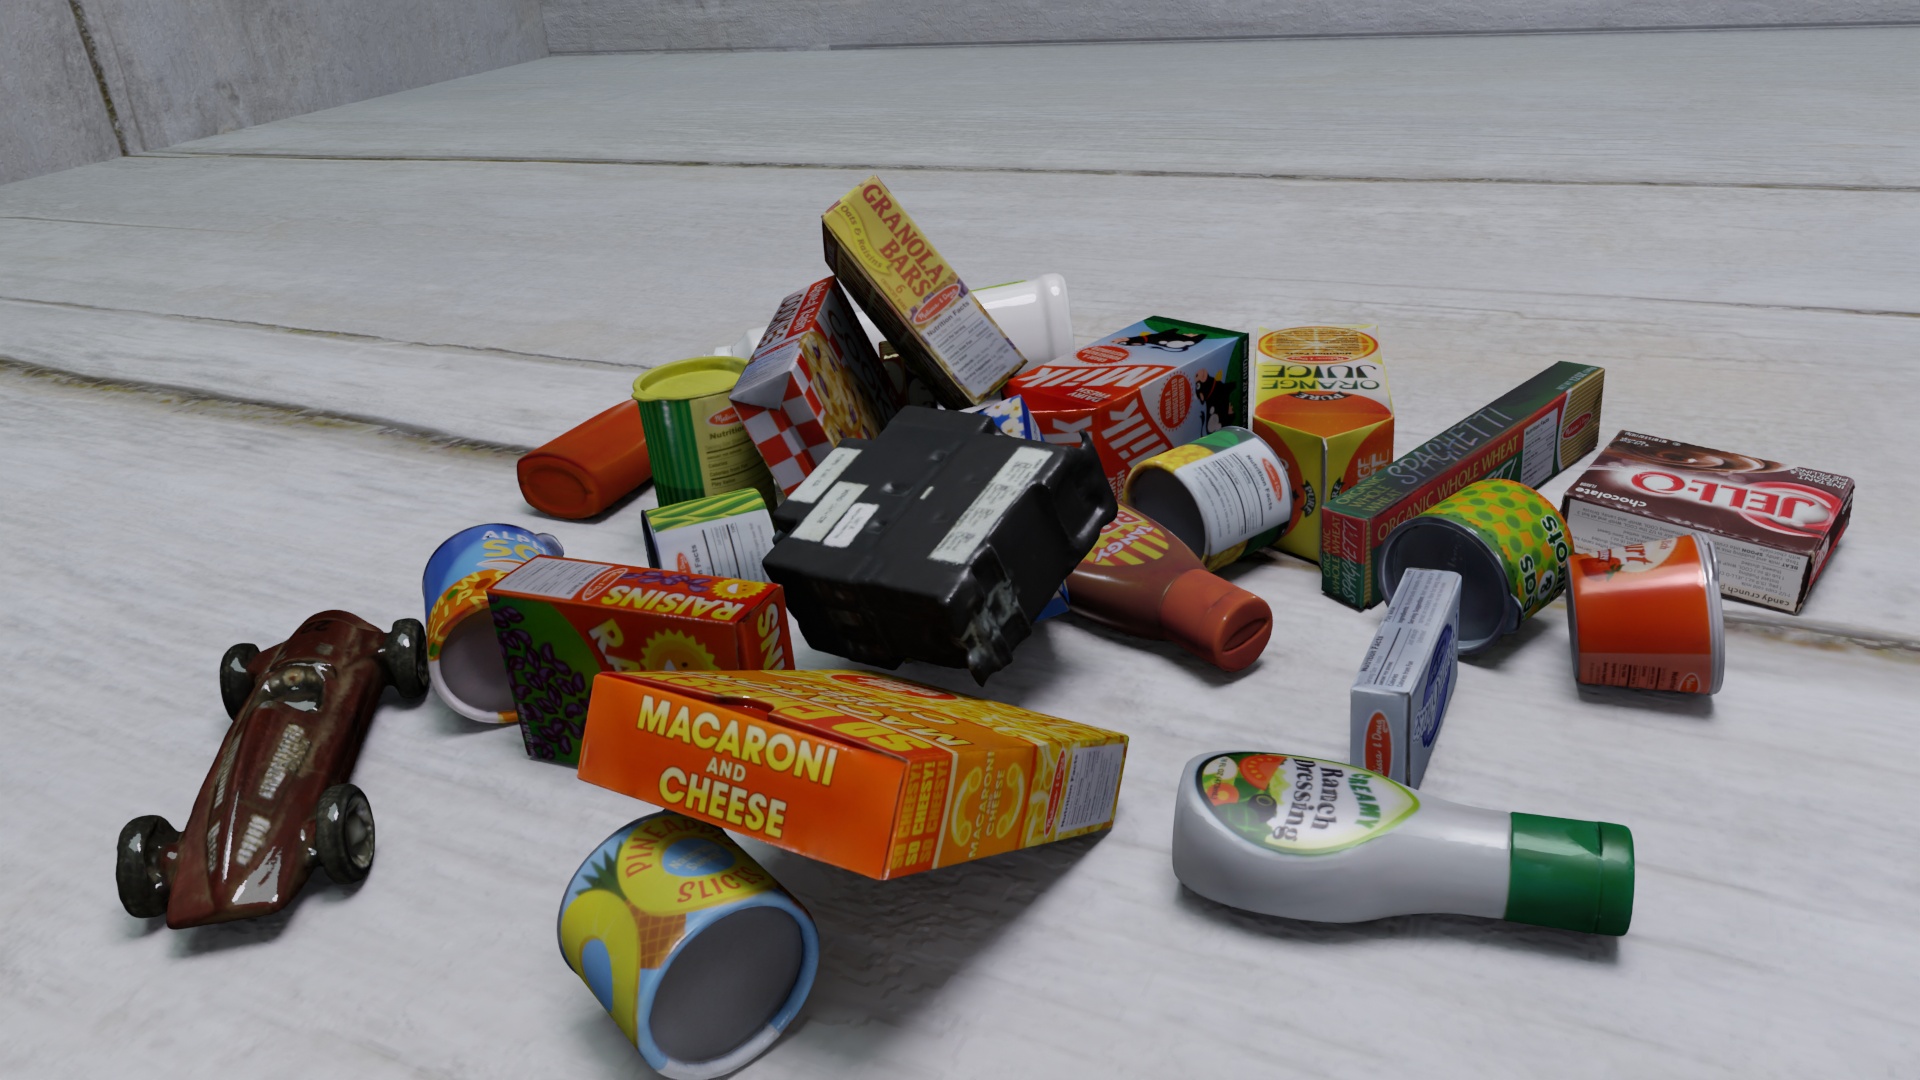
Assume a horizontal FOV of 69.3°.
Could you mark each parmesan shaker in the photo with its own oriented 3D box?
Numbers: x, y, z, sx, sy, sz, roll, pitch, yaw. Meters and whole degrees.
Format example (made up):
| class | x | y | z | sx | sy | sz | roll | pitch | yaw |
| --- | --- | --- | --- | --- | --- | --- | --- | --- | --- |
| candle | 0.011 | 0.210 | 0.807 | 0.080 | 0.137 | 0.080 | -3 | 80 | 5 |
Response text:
| class | x | y | z | sx | sy | sz | roll | pitch | yaw |
| --- | --- | --- | --- | --- | --- | --- | --- | --- | --- |
| parmesan shaker | -0.139 | -0.041 | 0.760 | 0.071 | 0.102 | 0.071 | -4 | 26 | 2 |

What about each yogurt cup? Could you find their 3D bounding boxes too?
| class | x | y | z | sx | sy | sz | roll | pitch | yaw |
| --- | --- | --- | --- | --- | --- | --- | --- | --- | --- |
| yogurt cup | 0.286 | 0.032 | 0.585 | 0.054 | 0.072 | 0.073 | -4 | 25 | 20 |

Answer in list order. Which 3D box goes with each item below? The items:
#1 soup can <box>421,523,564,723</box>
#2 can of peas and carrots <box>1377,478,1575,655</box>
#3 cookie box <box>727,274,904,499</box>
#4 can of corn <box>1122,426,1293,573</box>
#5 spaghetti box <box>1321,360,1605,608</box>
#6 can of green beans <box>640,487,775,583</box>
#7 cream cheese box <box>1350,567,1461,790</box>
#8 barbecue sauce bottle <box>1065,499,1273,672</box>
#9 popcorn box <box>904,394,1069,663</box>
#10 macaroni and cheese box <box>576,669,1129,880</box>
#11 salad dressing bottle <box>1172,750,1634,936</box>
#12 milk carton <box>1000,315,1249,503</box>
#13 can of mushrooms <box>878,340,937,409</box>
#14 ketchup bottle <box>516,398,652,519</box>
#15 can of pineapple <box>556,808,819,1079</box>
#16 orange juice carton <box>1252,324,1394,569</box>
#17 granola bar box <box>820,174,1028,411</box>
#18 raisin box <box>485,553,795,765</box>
| class | x | y | z | sx | sy | sz | roll | pitch | yaw |
| --- | --- | --- | --- | --- | --- | --- | --- | --- | --- |
| soup can | -0.216 | 0.036 | 0.657 | 0.071 | 0.071 | 0.084 | -14 | 28 | -17 |
| can of peas and carrots | 0.236 | 0.012 | 0.629 | 0.059 | 0.070 | 0.071 | -24 | 32 | -35 |
| cookie box | -0.068 | -0.063 | 0.766 | 0.040 | 0.122 | 0.168 | -22 | 23 | 14 |
| can of corn | 0.124 | -0.018 | 0.711 | 0.058 | 0.070 | 0.071 | -22 | 31 | -30 |
| spaghetti box | 0.272 | -0.036 | 0.736 | 0.251 | 0.050 | 0.029 | -27 | 31 | -36 |
| can of green beans | -0.124 | 0.011 | 0.695 | 0.058 | 0.071 | 0.071 | -13 | 27 | -17 |
| cream cheese box | 0.181 | 0.057 | 0.562 | 0.024 | 0.053 | 0.104 | 7 | 29 | 27 |
| barbecue sauce bottle | 0.084 | 0.018 | 0.668 | 0.065 | 0.043 | 0.149 | -29 | 34 | -23 |
| popcorn box | 0.002 | -0.009 | 0.681 | 0.085 | 0.038 | 0.127 | -19 | 41 | 13 |
| macaroni and cheese box | -0.030 | 0.075 | 0.493 | 0.124 | 0.040 | 0.166 | 10 | 0 | 29 |
| salad dressing bottle | 0.150 | 0.106 | 0.479 | 0.147 | 0.043 | 0.064 | 5 | 29 | 18 |
| milk carton | 0.087 | -0.068 | 0.809 | 0.073 | 0.072 | 0.191 | 19 | 35 | 39 |
| can of mushrooms | -0.033 | -0.101 | 0.897 | 0.033 | 0.070 | 0.071 | -7 | 26 | -1 |
| ketchup bottle | -0.210 | -0.063 | 0.884 | 0.065 | 0.043 | 0.149 | 8 | 29 | 23 |
| can of pineapple | -0.087 | 0.128 | 0.449 | 0.071 | 0.070 | 0.058 | -23 | 32 | -32 |
| orange juice carton | 0.198 | -0.056 | 0.766 | 0.073 | 0.071 | 0.194 | 1 | 27 | 12 |
| granola bar box | -0.025 | -0.131 | 0.778 | 0.039 | 0.124 | 0.165 | -40 | 6 | -1 |
| raisin box | -0.131 | 0.056 | 0.584 | 0.123 | 0.085 | 0.040 | 6 | 27 | 21 |
